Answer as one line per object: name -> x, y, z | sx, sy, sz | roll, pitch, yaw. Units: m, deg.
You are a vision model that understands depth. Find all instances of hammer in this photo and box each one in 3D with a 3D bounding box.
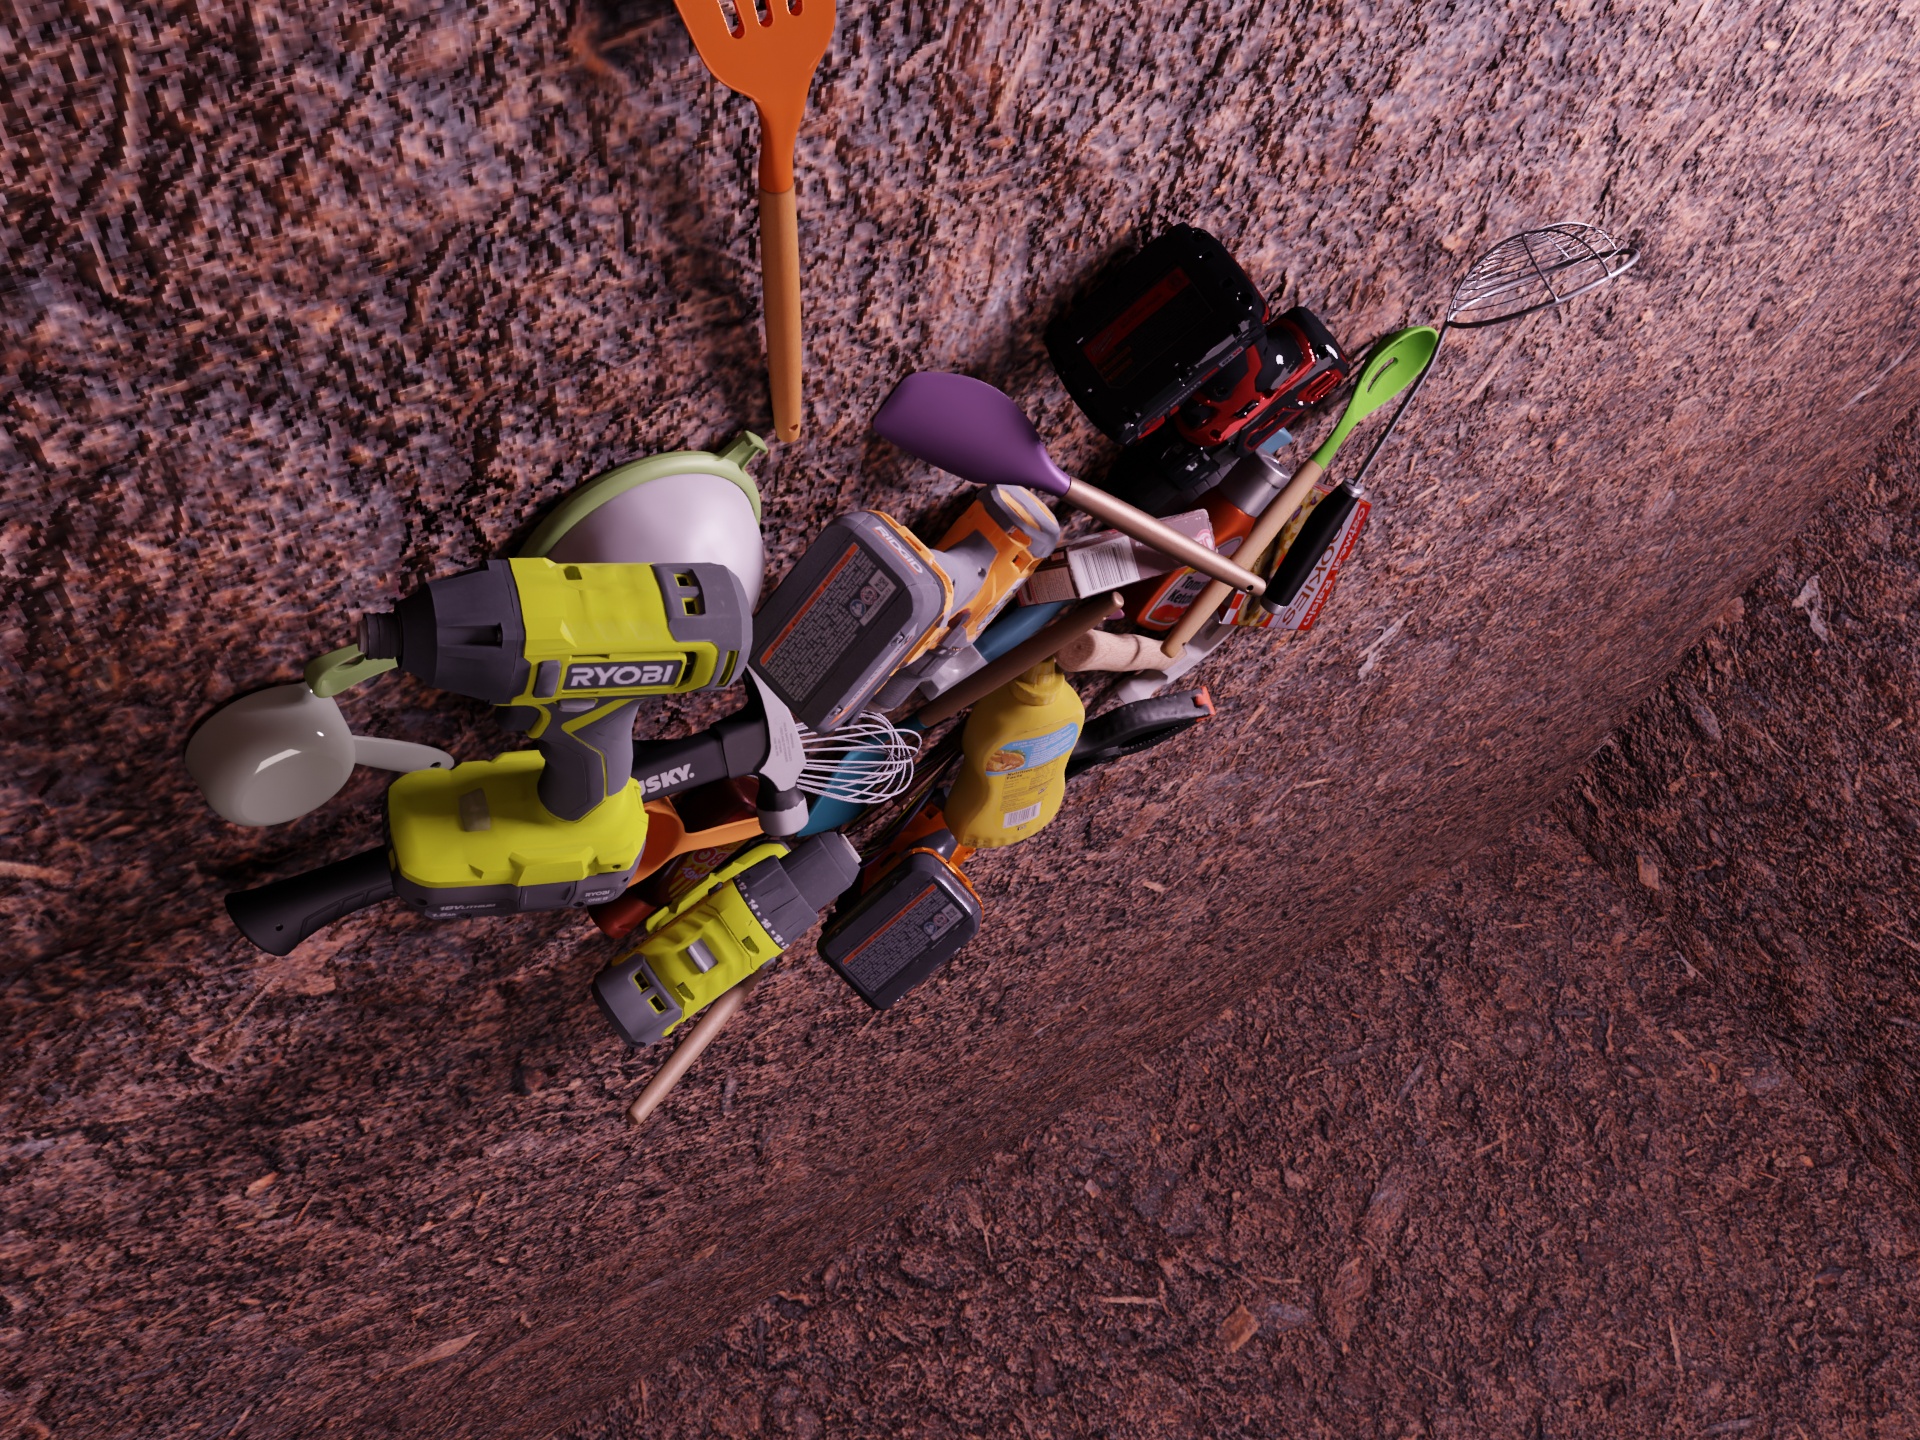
hammer -> 0.142, -0.055, 1.266 | 0.130, 0.031, 0.331 | -38, 168, 17
hammer -> 0.105, -0.119, 1.171 | 0.331, 0.033, 0.128 | -38, 157, 2
hammer -> -0.250, 0.053, 0.923 | 0.334, 0.035, 0.146 | -20, 124, -22

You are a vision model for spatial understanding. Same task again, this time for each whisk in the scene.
whisk -> -0.143, 0.024, 1.035 | 0.284, 0.070, 0.070 | 1, 138, -40
whisk -> -0.018, 0.032, 1.268 | 0.245, 0.051, 0.047 | -42, 179, 15

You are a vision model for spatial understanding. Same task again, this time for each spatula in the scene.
spatula -> -0.002, -0.004, 1.135 | 0.317, 0.044, 0.082 | -32, 170, 35
spatula -> -0.085, -0.228, 0.705 | 0.081, 0.041, 0.322 | -30, 160, -17
spatula -> 0.082, -0.136, 0.975 | 0.315, 0.018, 0.059 | 22, 122, -36

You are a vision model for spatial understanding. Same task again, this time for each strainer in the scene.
strainer -> -0.200, -0.048, 0.821 | 0.256, 0.069, 0.151 | -25, 155, -30

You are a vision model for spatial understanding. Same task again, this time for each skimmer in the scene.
skimmer -> 0.345, -0.205, 1.166 | 0.363, 0.090, 0.127 | -61, 173, 35

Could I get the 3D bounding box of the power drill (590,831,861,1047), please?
power drill -> -0.156, 0.141, 1.127 | 0.190, 0.080, 0.228 | -35, -179, -5

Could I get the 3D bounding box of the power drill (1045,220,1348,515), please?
power drill -> 0.137, -0.204, 1.002 | 0.188, 0.080, 0.226 | -38, 162, 20

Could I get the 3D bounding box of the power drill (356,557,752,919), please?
power drill -> -0.213, 0.008, 0.786 | 0.171, 0.080, 0.223 | -3, 145, -28

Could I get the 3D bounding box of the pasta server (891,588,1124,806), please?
pasta server -> 0.061, -0.029, 1.274 | 0.316, 0.040, 0.060 | -43, 167, 17

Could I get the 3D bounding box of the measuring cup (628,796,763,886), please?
measuring cup -> -0.199, 0.063, 1.051 | 0.173, 0.052, 0.095 | -9, 143, -45

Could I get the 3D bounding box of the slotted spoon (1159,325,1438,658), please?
slotted spoon -> 0.251, -0.173, 1.199 | 0.314, 0.031, 0.070 | -52, 152, 0

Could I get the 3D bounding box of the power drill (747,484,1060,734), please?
power drill -> -0.044, -0.059, 0.979 | 0.185, 0.084, 0.226 | -48, 171, 26

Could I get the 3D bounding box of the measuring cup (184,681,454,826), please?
measuring cup -> -0.320, 0.026, 0.831 | 0.083, 0.038, 0.167 | -43, 157, 15

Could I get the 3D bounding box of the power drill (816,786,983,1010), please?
power drill -> -0.054, 0.149, 1.302 | 0.164, 0.084, 0.226 | -41, -171, 10

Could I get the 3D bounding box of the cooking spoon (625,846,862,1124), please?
cooking spoon -> -0.165, 0.199, 1.252 | 0.068, 0.017, 0.319 | -36, -169, 44
